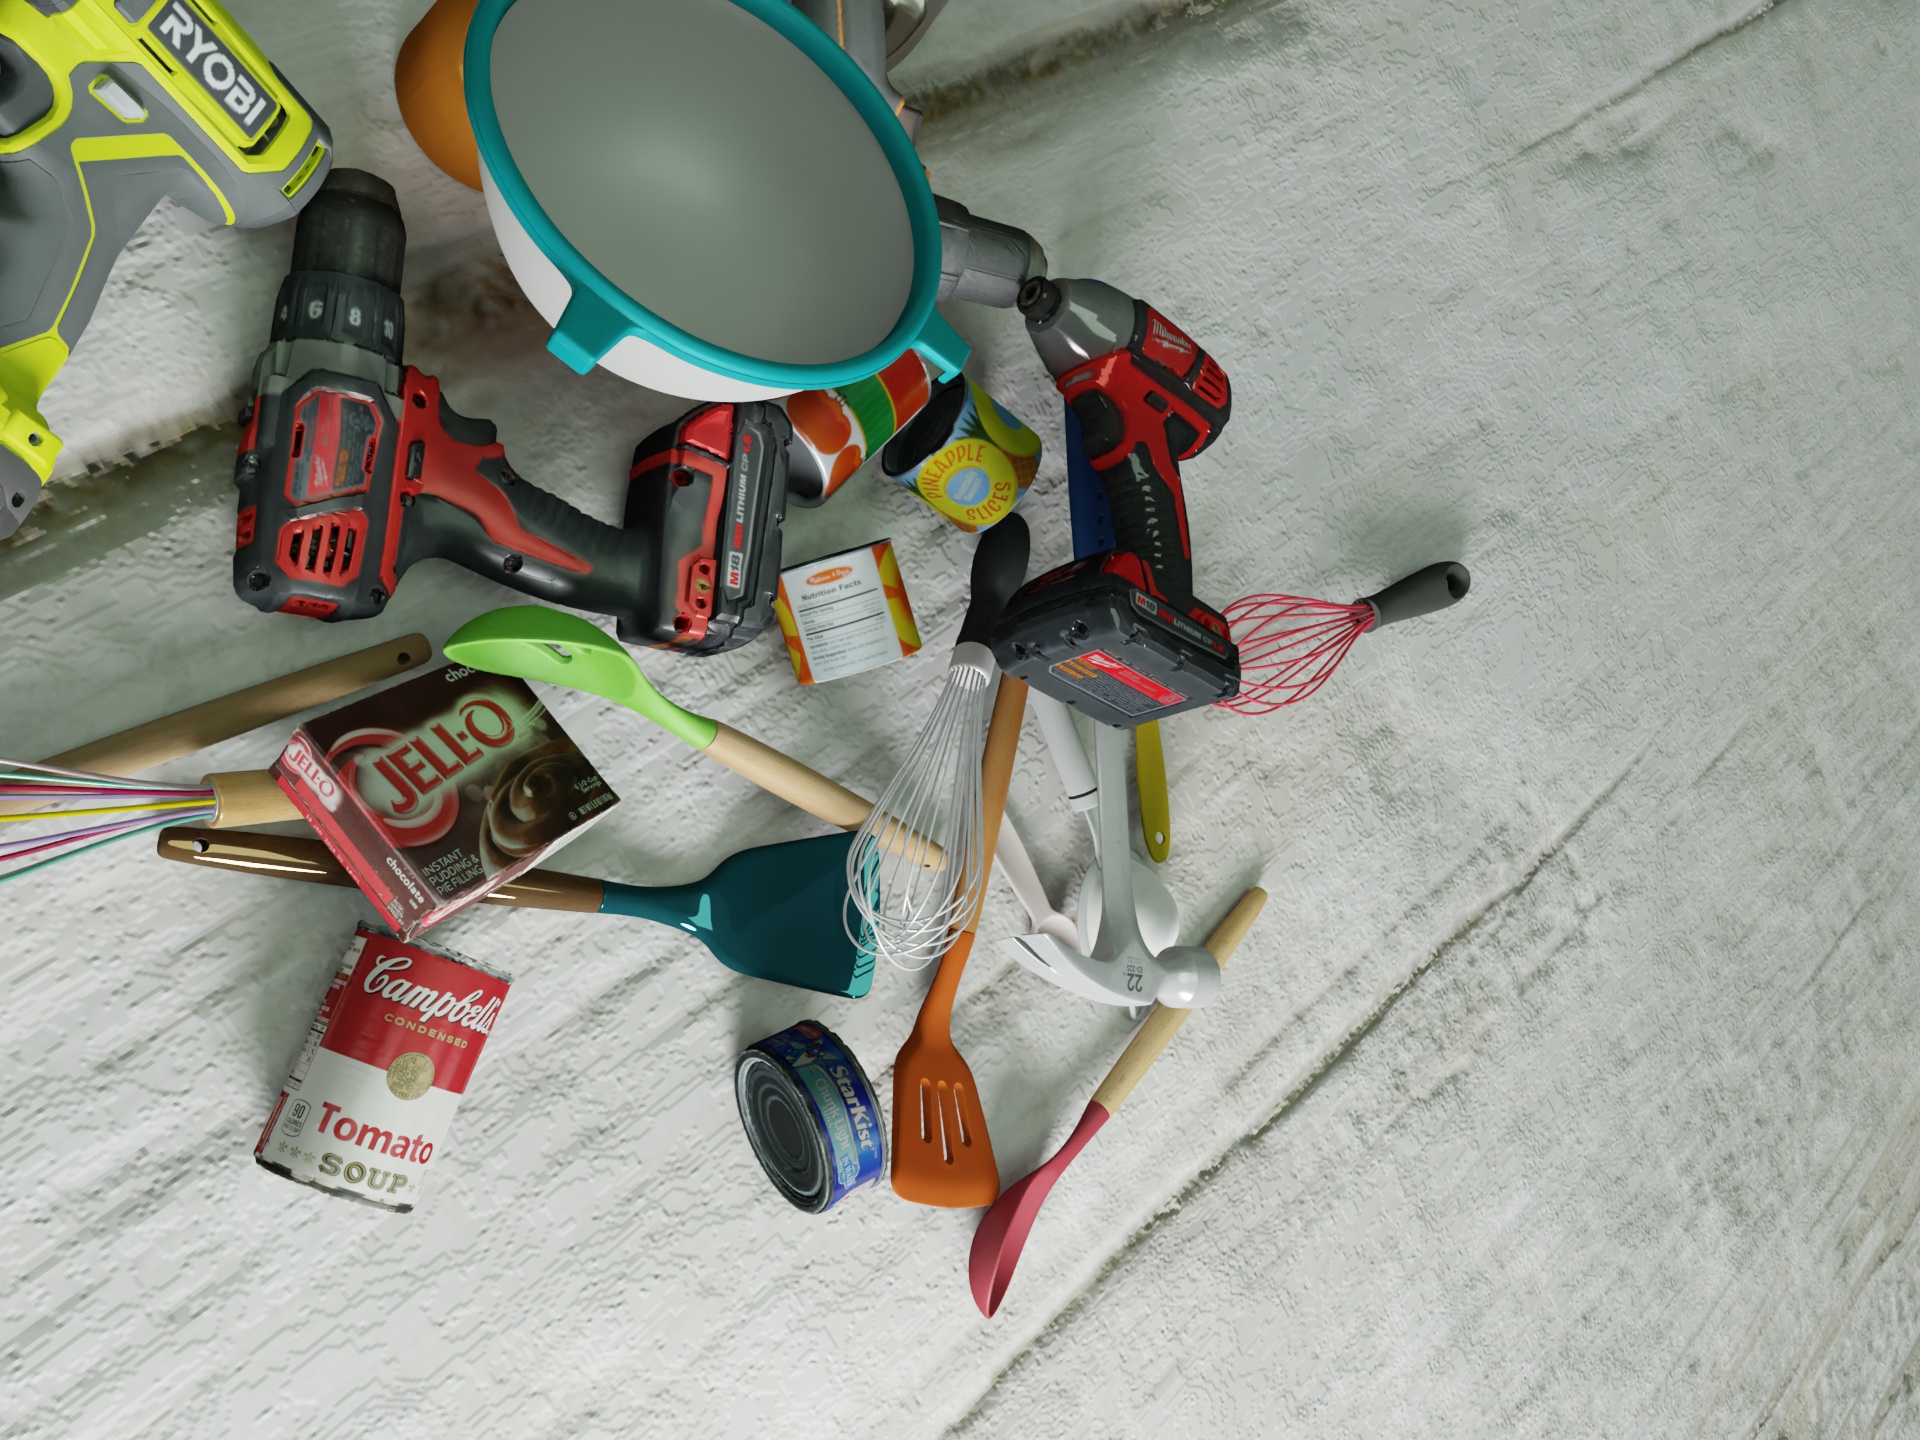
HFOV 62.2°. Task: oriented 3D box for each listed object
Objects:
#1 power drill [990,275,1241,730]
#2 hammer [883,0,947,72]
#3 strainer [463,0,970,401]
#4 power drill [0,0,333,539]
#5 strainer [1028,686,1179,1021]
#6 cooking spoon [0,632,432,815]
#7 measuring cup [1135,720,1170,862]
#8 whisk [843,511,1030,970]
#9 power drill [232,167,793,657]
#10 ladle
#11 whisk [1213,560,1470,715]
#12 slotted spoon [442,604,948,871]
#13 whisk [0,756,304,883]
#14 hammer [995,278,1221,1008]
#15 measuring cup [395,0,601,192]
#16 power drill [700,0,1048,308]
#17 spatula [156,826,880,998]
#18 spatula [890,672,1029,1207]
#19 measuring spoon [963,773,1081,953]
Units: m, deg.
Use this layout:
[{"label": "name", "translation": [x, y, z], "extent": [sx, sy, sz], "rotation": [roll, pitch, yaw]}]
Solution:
[{"label": "power drill", "translation": [0.079, -0.119, 0.810], "extent": [0.143, 0.078, 0.220], "rotation": [26, 58, -40]}, {"label": "hammer", "translation": [-0.161, -0.490, 0.769], "extent": [0.410, 0.038, 0.146], "rotation": [40, 66, -26]}, {"label": "strainer", "translation": [-0.140, -0.271, 0.685], "extent": [0.211, 0.095, 0.340], "rotation": [-9, 73, -40]}, {"label": "power drill", "translation": [-0.345, -0.191, 0.562], "extent": [0.223, 0.080, 0.171], "rotation": [-65, 147, -19]}, {"label": "strainer", "translation": [0.075, 0.051, 0.897], "extent": [0.087, 0.050, 0.258], "rotation": [-30, 101, -49]}, {"label": "cooking spoon", "translation": [-0.352, 0.025, 0.605], "extent": [0.319, 0.017, 0.068], "rotation": [-26, 113, -34]}, {"label": "measuring cup", "translation": [0.118, 0.004, 0.930], "extent": [0.062, 0.029, 0.156], "rotation": [3, 79, -36]}, {"label": "whisk", "translation": [-0.002, -0.003, 0.805], "extent": [0.070, 0.070, 0.285], "rotation": [37, 49, -28]}, {"label": "power drill", "translation": [-0.192, -0.125, 0.698], "extent": [0.226, 0.080, 0.188], "rotation": [9, 81, -32]}, {"label": "ladle", "translation": [0.094, 0.202, 0.903], "extent": [0.315, 0.031, 0.069], "rotation": [-46, 152, -32]}, {"label": "whisk", "translation": [0.249, -0.064, 1.021], "extent": [0.296, 0.073, 0.073], "rotation": [-19, 98, -41]}, {"label": "slotted spoon", "translation": [-0.102, 0.016, 0.739], "extent": [0.313, 0.070, 0.031], "rotation": [33, 58, -46]}, {"label": "whisk", "translation": [-0.305, 0.034, 0.602], "extent": [0.245, 0.047, 0.051], "rotation": [-5, 60, -48]}, {"label": "hammer", "translation": [0.074, -0.050, 0.865], "extent": [0.144, 0.035, 0.406], "rotation": [12, 71, -43]}, {"label": "measuring cup", "translation": [-0.169, -0.299, 0.737], "extent": [0.173, 0.052, 0.095], "rotation": [-20, 98, -33]}, {"label": "power drill", "translation": [-0.026, -0.320, 0.783], "extent": [0.185, 0.084, 0.226], "rotation": [9, 101, -22]}, {"label": "spatula", "translation": [-0.182, 0.072, 0.708], "extent": [0.317, 0.044, 0.082], "rotation": [12, 73, -33]}, {"label": "spatula", "translation": [0.013, 0.088, 0.838], "extent": [0.081, 0.041, 0.323], "rotation": [21, 77, -44]}, {"label": "measuring spoon", "translation": [0.029, 0.085, 0.879], "extent": [0.034, 0.018, 0.124], "rotation": [-32, 98, -37]}]
